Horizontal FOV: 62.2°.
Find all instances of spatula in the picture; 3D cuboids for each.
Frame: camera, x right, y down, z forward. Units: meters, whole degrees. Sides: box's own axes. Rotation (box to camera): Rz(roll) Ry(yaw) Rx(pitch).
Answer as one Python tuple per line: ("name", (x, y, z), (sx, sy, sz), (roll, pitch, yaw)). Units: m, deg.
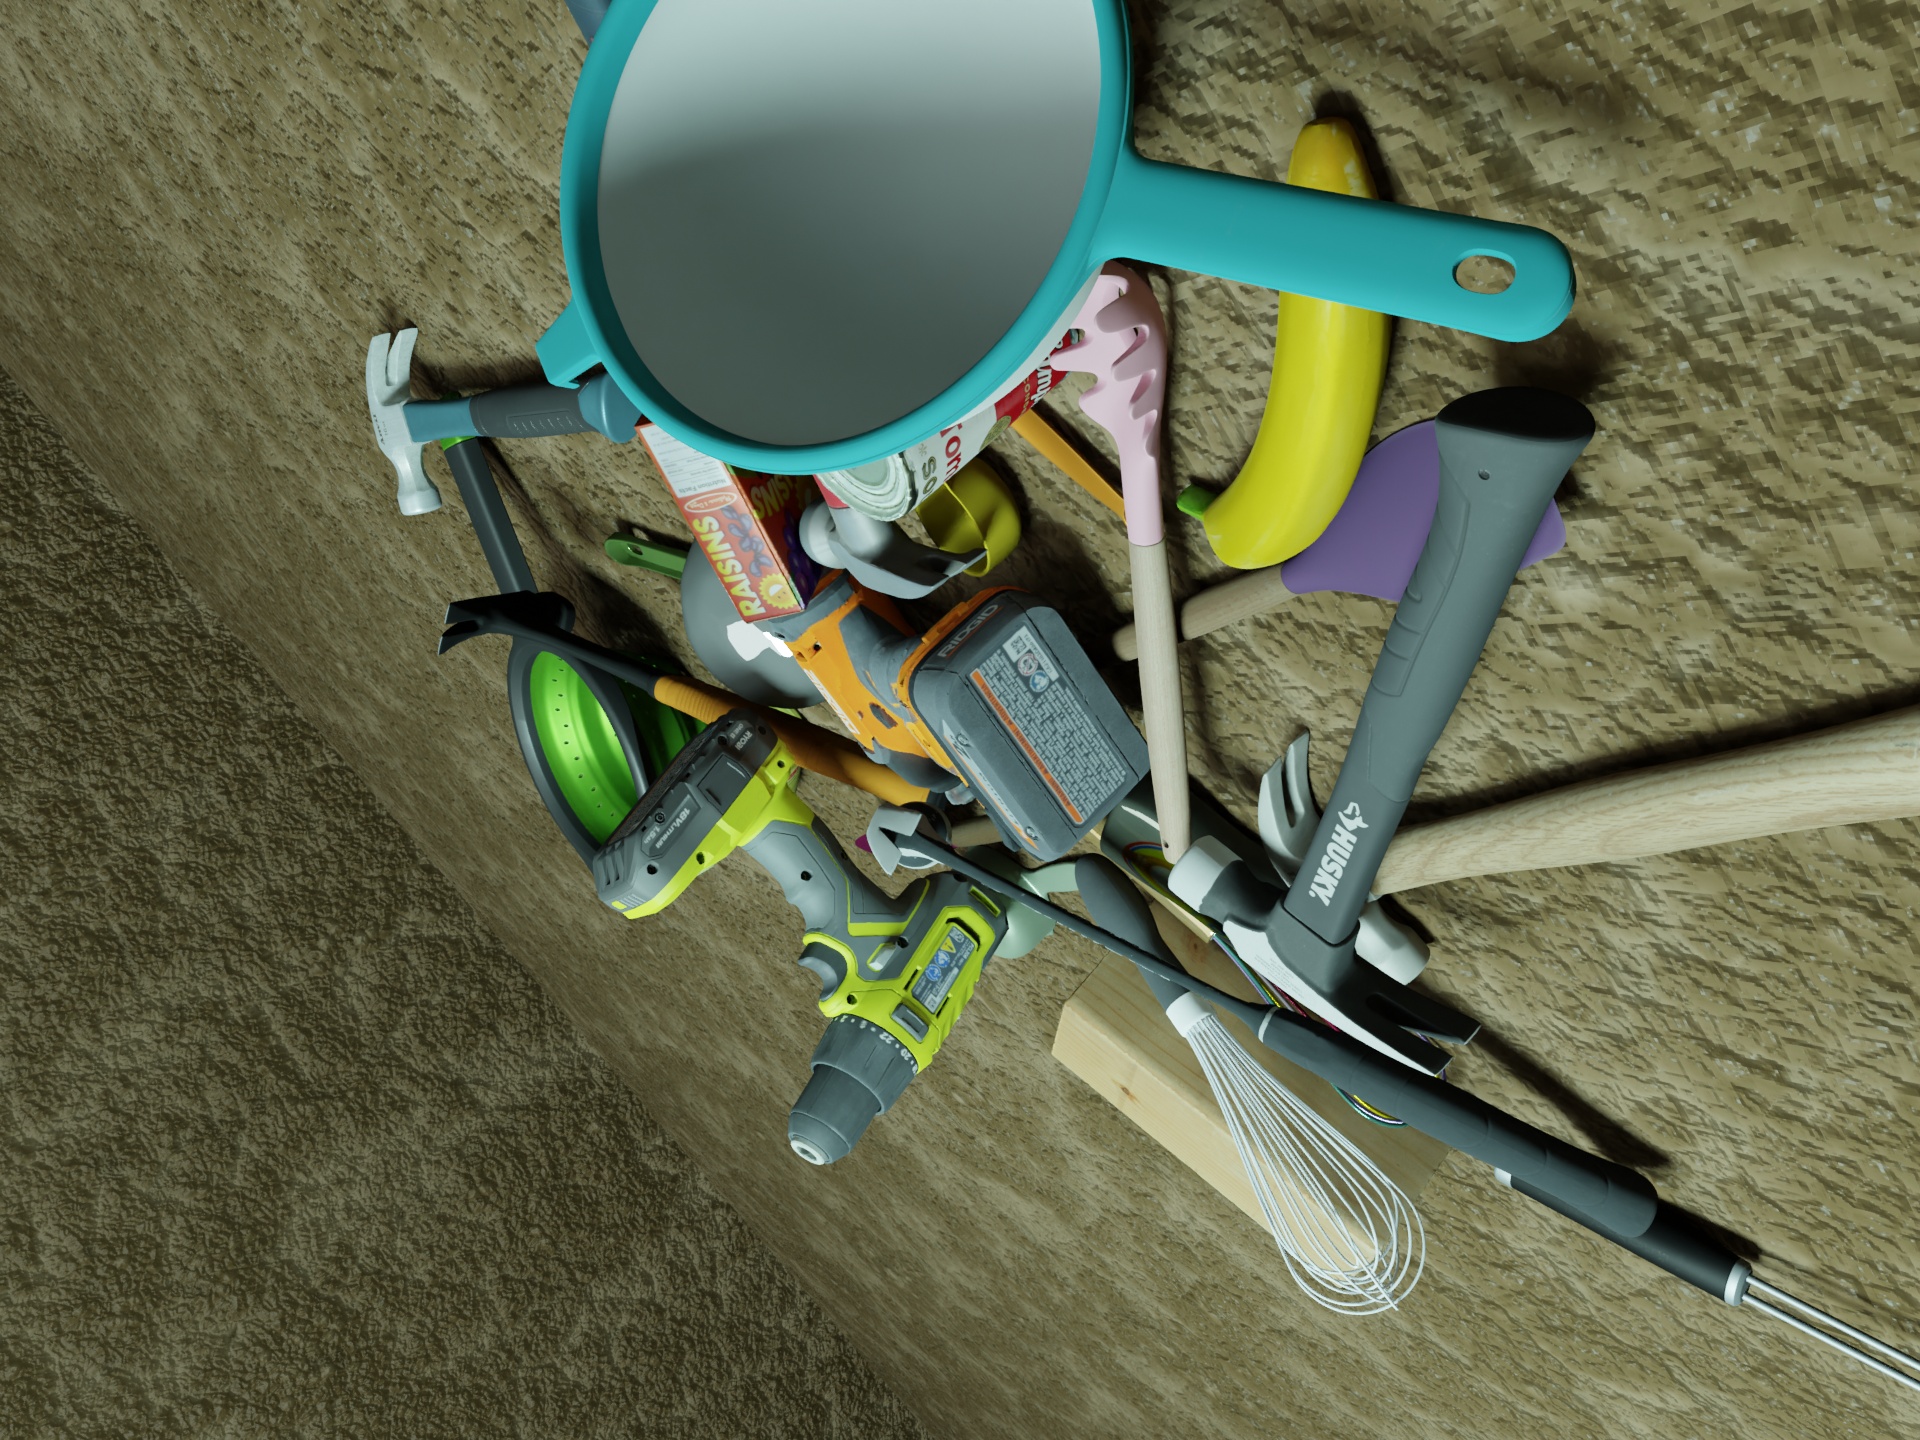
("spatula", (0.120, -0.055, 0.647), (0.316, 0.018, 0.060), (-22, 92, 64))

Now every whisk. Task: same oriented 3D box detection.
("whisk", (0.153, 0.128, 0.845), (0.245, 0.051, 0.047), (41, 161, 17))
("whisk", (0.139, 0.179, 0.829), (0.285, 0.070, 0.070), (56, 163, 31))

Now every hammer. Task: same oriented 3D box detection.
("hammer", (0.135, 0.137, 0.764), (0.409, 0.036, 0.149), (26, 178, 9))
("hammer", (0.164, 0.014, 0.593), (0.146, 0.035, 0.334), (39, 149, 24))
("hammer", (0.226, 0.040, 0.611), (0.130, 0.031, 0.331), (48, 155, -7))
("hammer", (-0.163, -0.011, 1.010), (0.337, 0.127, 0.034), (22, 104, 14))
("hammer", (-0.107, -0.224, 0.680), (0.143, 0.038, 0.386), (25, 146, 60))
("hammer", (-0.304, -0.198, 1.037), (0.331, 0.033, 0.128), (8, 117, 47))

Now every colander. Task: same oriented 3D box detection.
("colander", (-0.280, -0.061, 1.194), (0.204, 0.094, 0.397), (-6, 107, 54))

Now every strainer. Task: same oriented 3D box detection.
("strainer", (-0.161, -0.072, 0.993), (0.256, 0.069, 0.151), (20, 145, 41))
("strainer", (0.028, -0.161, 0.512), (0.340, 0.211, 0.095), (20, -173, 26))

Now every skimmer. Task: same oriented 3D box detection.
("skimmer", (0.376, 0.278, 0.669), (0.364, 0.090, 0.127), (23, 114, 45))

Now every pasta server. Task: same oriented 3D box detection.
("pasta server", (0.074, -0.052, 0.664), (0.060, 0.040, 0.315), (46, 155, 46))

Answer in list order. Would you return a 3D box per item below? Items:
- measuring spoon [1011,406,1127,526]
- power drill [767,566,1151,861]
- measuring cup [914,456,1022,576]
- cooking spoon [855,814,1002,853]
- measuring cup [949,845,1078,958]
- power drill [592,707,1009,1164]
("measuring spoon", (0.044, -0.119, 0.681), (0.117, 0.011, 0.021), (44, 158, 12))
("power drill", (-0.001, -0.003, 0.821), (0.164, 0.084, 0.227), (54, 164, -25))
("measuring cup", (-0.026, -0.128, 0.765), (0.157, 0.029, 0.062), (45, 161, 30))
("cooking spoon", (0.009, 0.066, 0.945), (0.068, 0.017, 0.319), (7, 169, -21))
("measuring cup", (0.038, 0.114, 1.000), (0.083, 0.038, 0.167), (49, 157, -6))
("power drill", (-0.097, 0.123, 0.926), (0.228, 0.191, 0.080), (44, 148, -13))
